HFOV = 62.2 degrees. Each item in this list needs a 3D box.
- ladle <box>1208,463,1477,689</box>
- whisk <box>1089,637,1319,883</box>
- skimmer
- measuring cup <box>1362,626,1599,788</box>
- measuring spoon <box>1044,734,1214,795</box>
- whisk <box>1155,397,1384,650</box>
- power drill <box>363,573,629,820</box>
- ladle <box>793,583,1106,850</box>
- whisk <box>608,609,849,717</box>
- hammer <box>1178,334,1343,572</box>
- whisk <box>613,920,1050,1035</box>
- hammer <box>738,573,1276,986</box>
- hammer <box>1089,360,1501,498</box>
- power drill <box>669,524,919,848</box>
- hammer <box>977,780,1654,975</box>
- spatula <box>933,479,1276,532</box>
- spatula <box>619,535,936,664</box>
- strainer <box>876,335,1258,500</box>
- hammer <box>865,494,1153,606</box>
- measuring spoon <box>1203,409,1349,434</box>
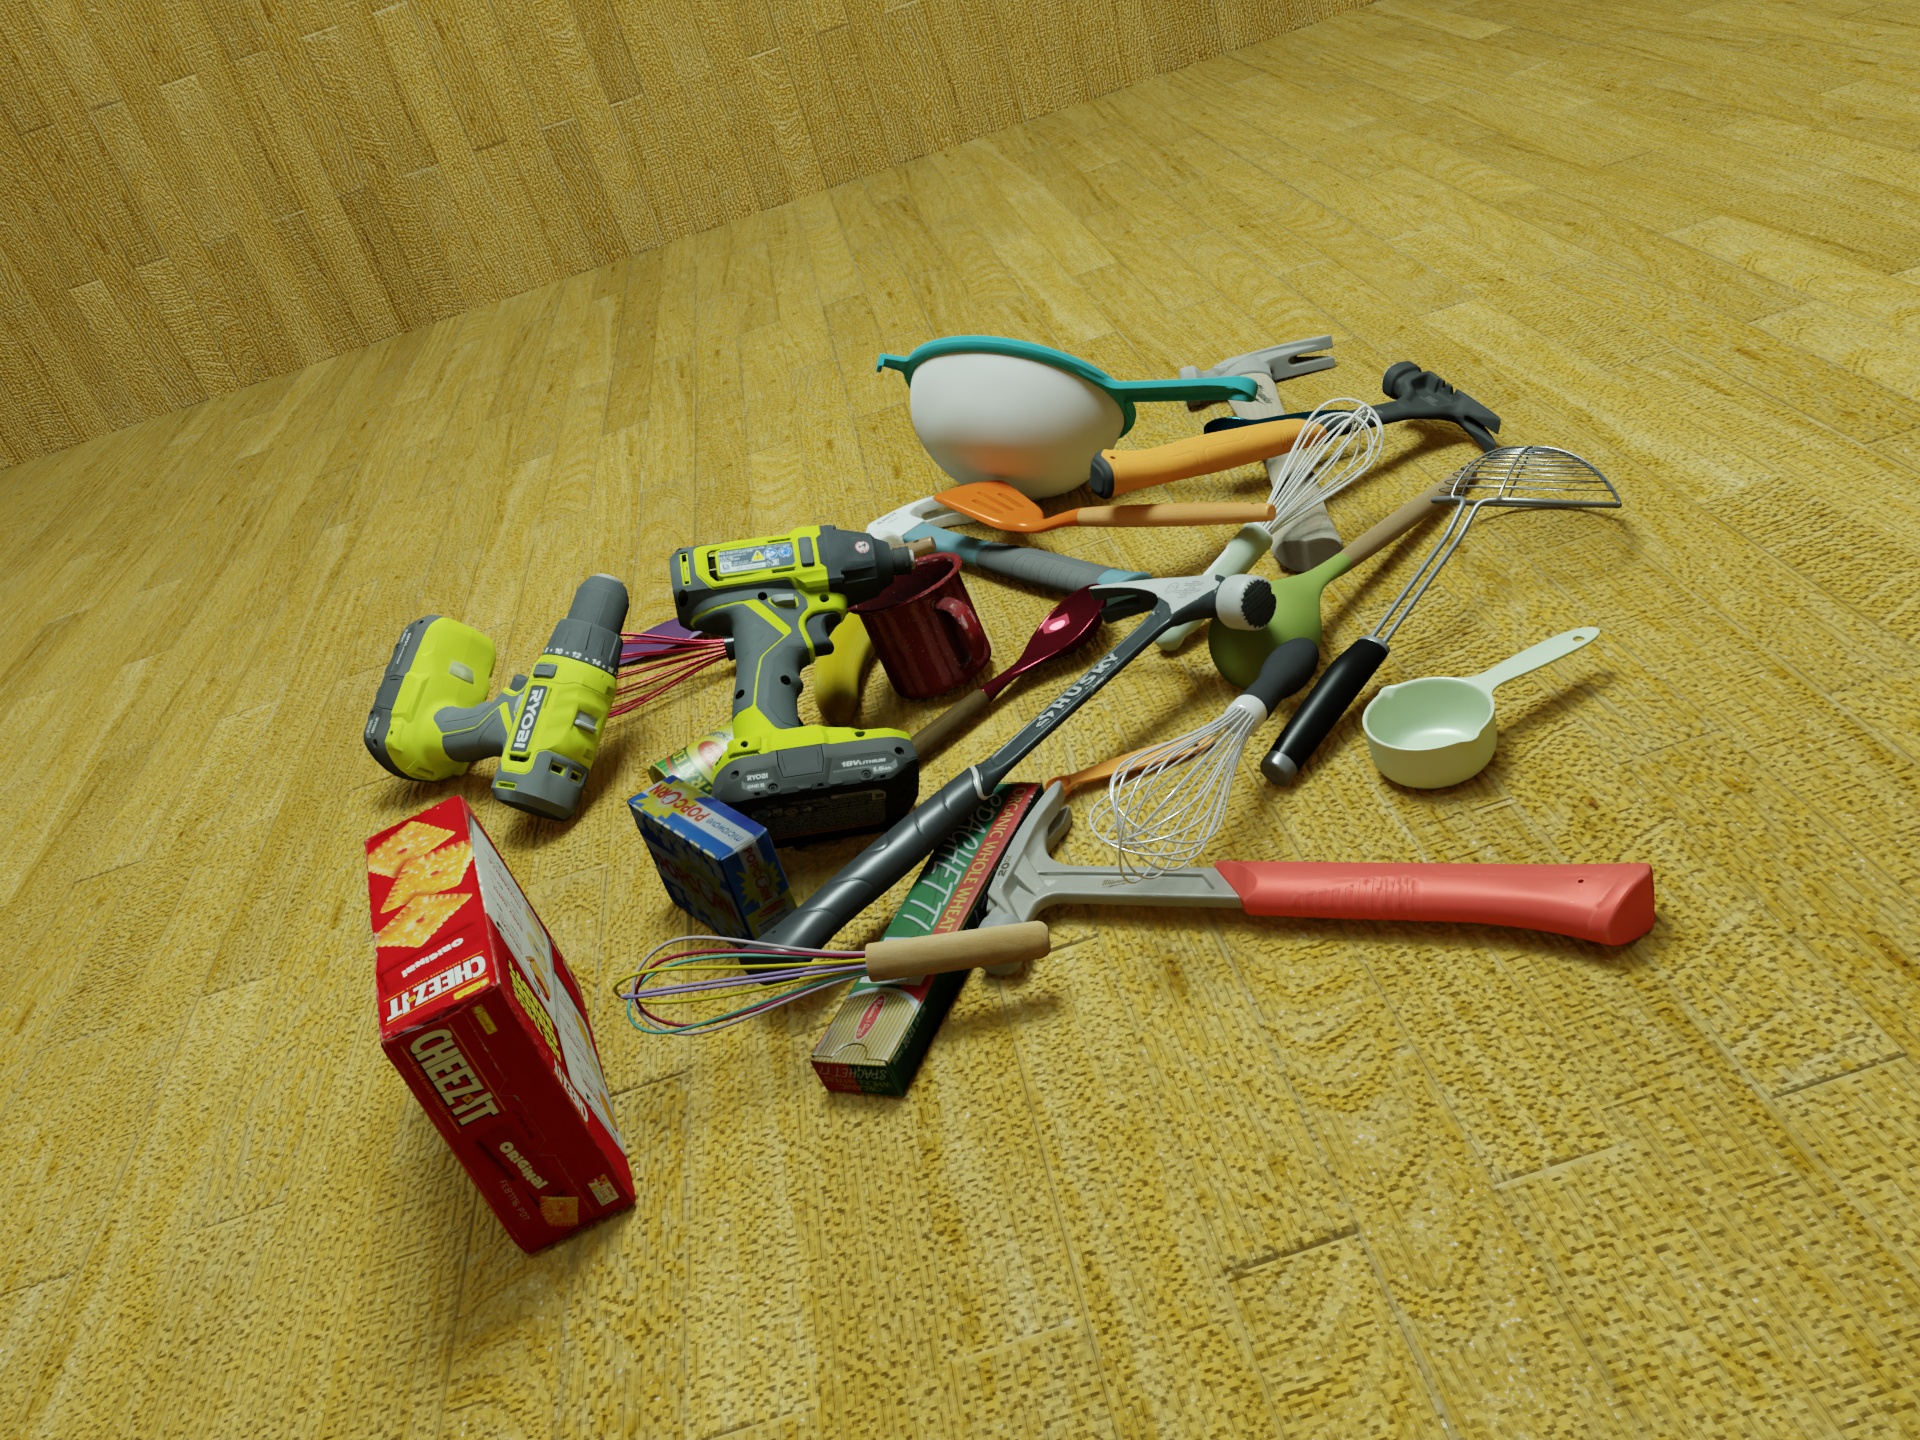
[{"bbox_3d":[0.291,-0.114,1.157,0.078,0.062,0.320,29,46,33],"label":"ladle"},{"bbox_3d":[0.157,0.012,0.945,0.070,0.070,0.284,3,26,33],"label":"whisk"},{"bbox_3d":[0.318,-0.068,1.067,0.127,0.090,0.363,11,51,49],"label":"skimmer"},{"bbox_3d":[0.321,-0.009,0.962,0.167,0.038,0.083,-25,30,-14],"label":"measuring cup"},{"bbox_3d":[0.111,0.031,1.043,0.117,0.011,0.021,-17,29,-3],"label":"measuring spoon"},{"bbox_3d":[0.225,-0.144,1.172,0.246,0.059,0.058,-48,-4,-9],"label":"whisk"},{"bbox_3d":[-0.361,-0.025,1.266,0.228,0.080,0.191,4,72,38],"label":"power drill"},{"bbox_3d":[-0.002,-0.004,1.144,0.315,0.031,0.069,-39,18,-26],"label":"ladle"},{"bbox_3d":[-0.214,-0.057,1.327,0.296,0.073,0.073,-13,30,-2],"label":"whisk"},{"bbox_3d":[0.280,-0.234,1.355,0.146,0.038,0.411,-13,31,8],"label":"hammer"},{"bbox_3d":[-0.072,0.136,0.876,0.245,0.047,0.051,-8,31,5],"label":"whisk"},{"bbox_3d":[0.021,0.026,1.008,0.409,0.036,0.149,-40,27,-24],"label":"hammer"},{"bbox_3d":[0.257,-0.218,1.246,0.337,0.034,0.127,-15,40,-20],"label":"hammer"},{"bbox_3d":[-0.103,-0.033,1.089,0.171,0.080,0.223,-8,60,-6],"label":"power drill"},{"bbox_3d":[0.188,0.087,0.880,0.359,0.036,0.149,-2,34,28],"label":"hammer"},{"bbox_3d":[0.112,-0.169,1.247,0.081,0.041,0.323,-21,18,-39],"label":"spatula"},{"bbox_3d":[-0.166,-0.106,1.387,0.316,0.018,0.060,-17,30,18],"label":"spatula"},{"bbox_3d":[0.094,-0.245,1.369,0.340,0.210,0.095,6,77,38],"label":"strainer"},{"bbox_3d":[0.031,-0.136,1.336,0.128,0.033,0.331,-37,35,-26],"label":"hammer"},{"bbox_3d":[0.266,-0.241,1.328,0.128,0.021,0.042,-8,36,-4],"label":"measuring spoon"}]
